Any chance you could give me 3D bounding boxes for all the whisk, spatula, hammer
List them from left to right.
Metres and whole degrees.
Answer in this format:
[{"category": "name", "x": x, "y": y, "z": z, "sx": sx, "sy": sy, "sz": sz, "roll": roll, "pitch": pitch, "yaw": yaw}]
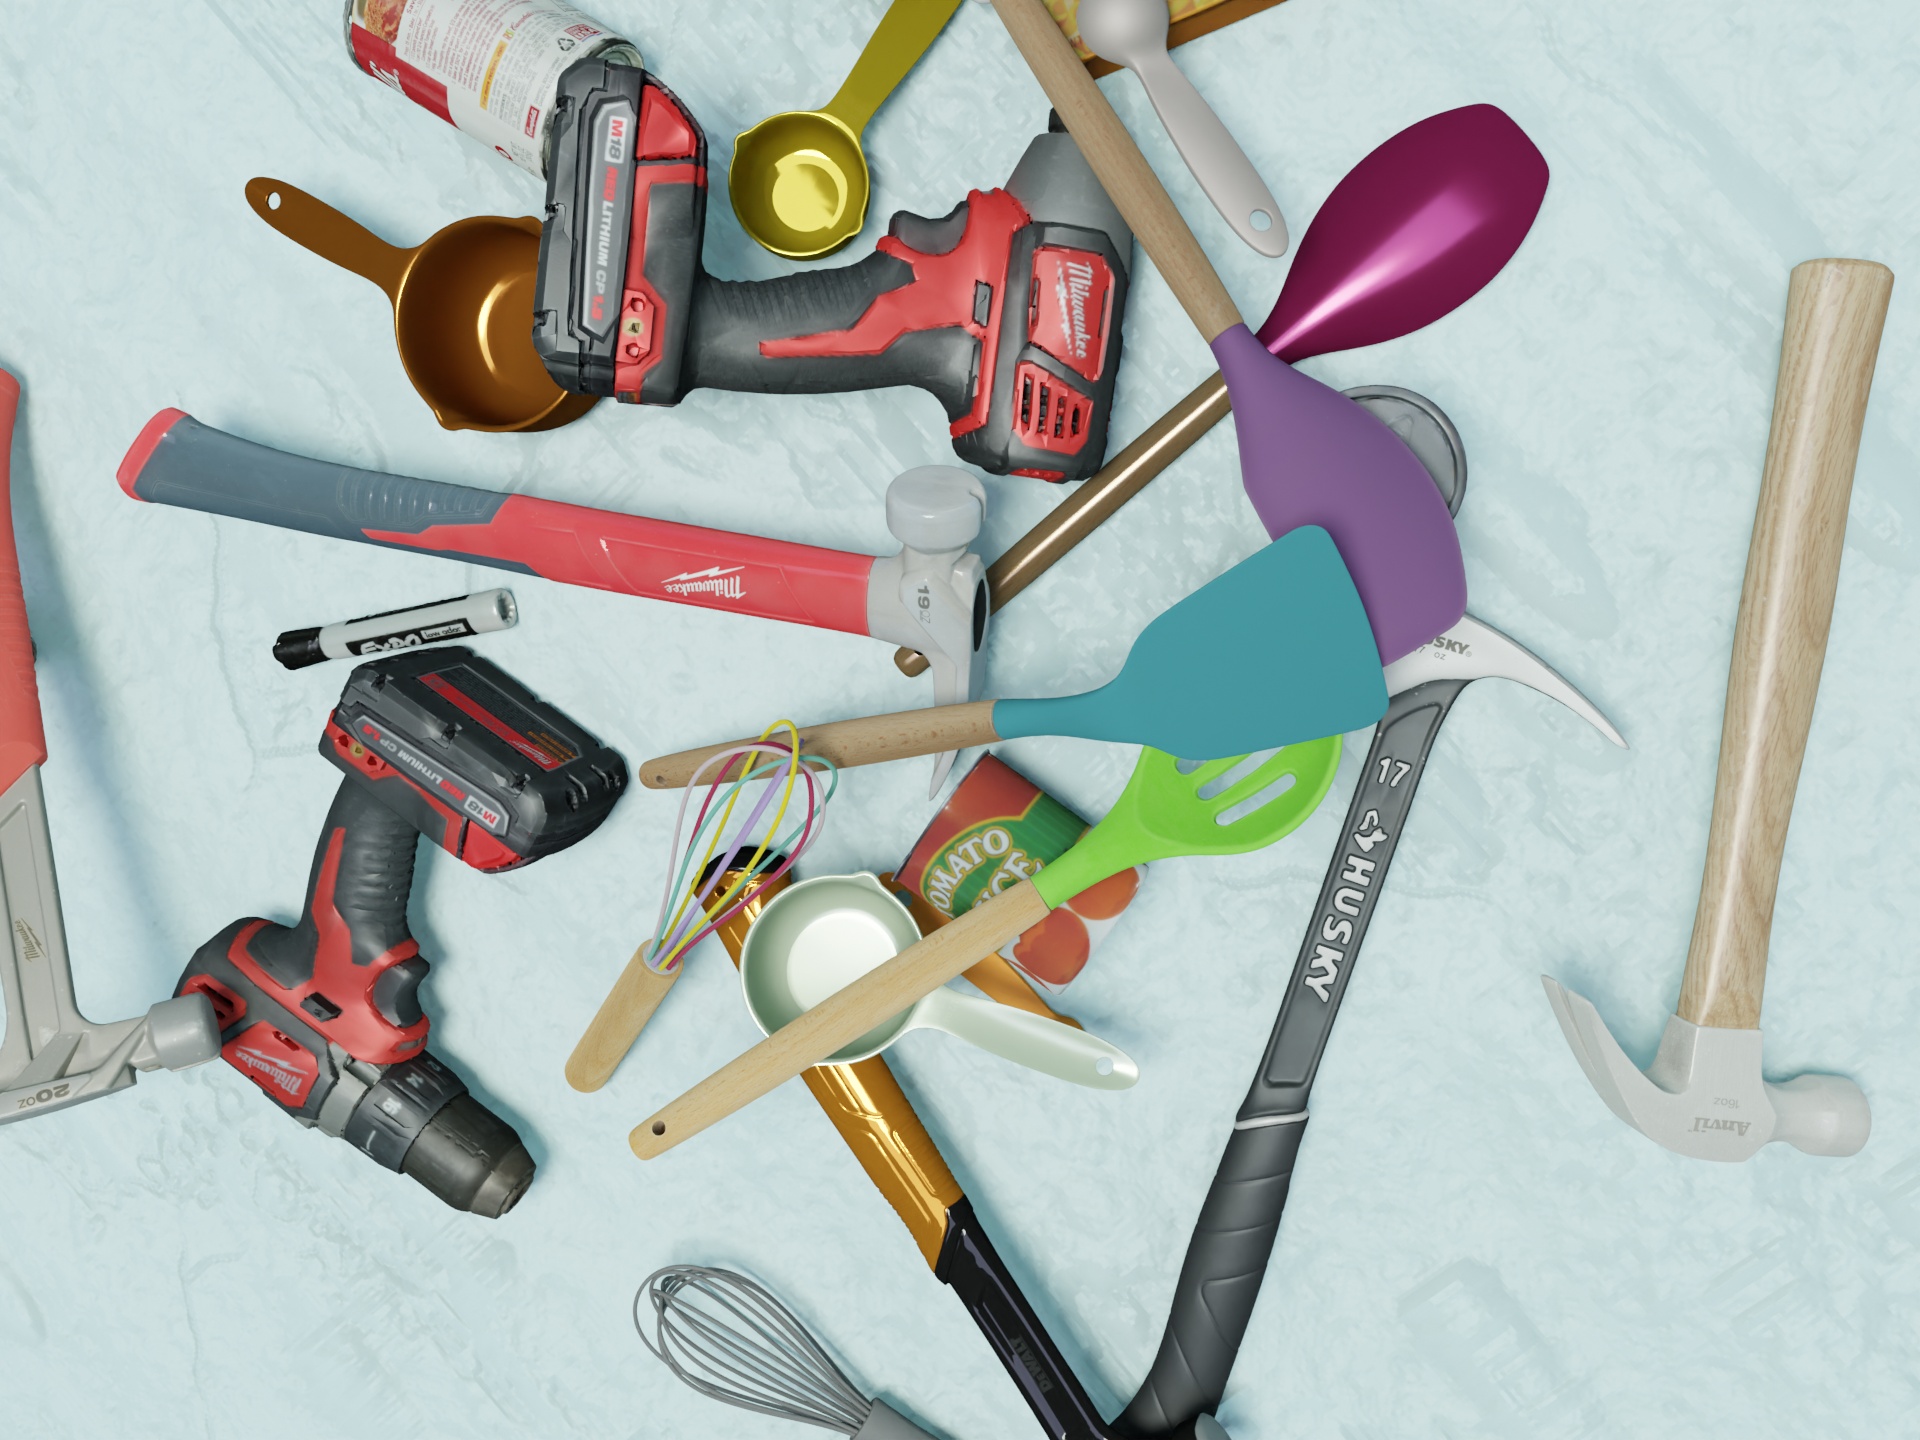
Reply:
[{"category": "hammer", "x": -0.440, "y": -0.002, "z": 0.708, "sx": 0.149, "sy": 0.036, "sz": 0.359, "roll": -12, "pitch": 77, "yaw": -18}, {"category": "hammer", "x": -0.177, "y": -0.064, "z": 0.671, "sx": 0.386, "sy": 0.038, "sz": 0.143, "roll": 11, "pitch": 129, "yaw": 13}, {"category": "whisk", "x": -0.117, "y": 0.085, "z": 0.672, "sx": 0.047, "sy": 0.051, "sz": 0.245, "roll": 55, "pitch": 130, "yaw": 23}, {"category": "whisk", "x": -0.044, "y": 0.321, "z": 0.720, "sx": 0.239, "sy": 0.055, "sz": 0.055, "roll": 33, "pitch": 104, "yaw": 2}, {"category": "hammer", "x": -0.023, "y": 0.205, "z": 0.684, "sx": 0.127, "sy": 0.034, "sz": 0.337, "roll": -35, "pitch": 83, "yaw": 17}, {"category": "spatula", "x": -0.001, "y": -0.002, "z": 0.614, "sx": 0.317, "sy": 0.044, "sz": 0.082, "roll": -9, "pitch": 122, "yaw": 32}, {"category": "spatula", "x": 0.085, "y": -0.163, "z": 0.577, "sx": 0.060, "sy": 0.018, "sz": 0.316, "roll": -32, "pitch": 84, "yaw": 4}, {"category": "hammer", "x": 0.140, "y": 0.147, "z": 0.657, "sx": 0.149, "sy": 0.036, "sz": 0.409, "roll": 17, "pitch": 102, "yaw": 9}, {"category": "hammer", "x": 0.295, "y": 0.000, "z": 0.586, "sx": 0.130, "sy": 0.031, "sz": 0.331, "roll": 5, "pitch": 96, "yaw": -12}]

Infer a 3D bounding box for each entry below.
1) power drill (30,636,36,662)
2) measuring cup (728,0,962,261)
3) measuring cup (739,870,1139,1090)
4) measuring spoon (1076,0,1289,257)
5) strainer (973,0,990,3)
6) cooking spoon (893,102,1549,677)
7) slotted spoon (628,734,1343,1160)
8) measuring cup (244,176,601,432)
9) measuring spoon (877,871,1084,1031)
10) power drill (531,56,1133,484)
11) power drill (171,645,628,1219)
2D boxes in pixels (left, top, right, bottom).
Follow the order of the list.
[{"category": "power drill", "x": -0.531, "y": 0.035, "z": 0.773, "sx": 0.164, "sy": 0.084, "sz": 0.226, "roll": 10, "pitch": 97, "yaw": 11}, {"category": "measuring cup", "x": -0.035, "y": -0.256, "z": 0.646, "sx": 0.062, "sy": 0.029, "sz": 0.156, "roll": 36, "pitch": 92, "yaw": -2}, {"category": "measuring cup", "x": -0.008, "y": 0.117, "z": 0.652, "sx": 0.167, "sy": 0.038, "sz": 0.083, "roll": 19, "pitch": 81, "yaw": 3}, {"category": "measuring spoon", "x": 0.083, "y": -0.220, "z": 0.570, "sx": 0.034, "sy": 0.018, "sz": 0.124, "roll": -31, "pitch": 83, "yaw": -8}, {"category": "strainer", "x": -0.085, "y": -0.368, "z": 0.624, "sx": 0.258, "sy": 0.050, "sz": 0.087, "roll": 38, "pitch": 74, "yaw": 11}, {"category": "cooking spoon", "x": 0.093, "y": -0.120, "z": 0.634, "sx": 0.319, "sy": 0.017, "sz": 0.069, "roll": -40, "pitch": 83, "yaw": 16}, {"category": "slotted spoon", "x": 0.008, "y": 0.078, "z": 0.605, "sx": 0.314, "sy": 0.031, "sz": 0.070, "roll": -33, "pitch": 67, "yaw": 1}, {"category": "measuring cup", "x": -0.224, "y": -0.187, "z": 0.683, "sx": 0.173, "sy": 0.052, "sz": 0.095, "roll": 30, "pitch": 104, "yaw": 9}, {"category": "measuring spoon", "x": 0.007, "y": 0.107, "z": 0.692, "sx": 0.117, "sy": 0.011, "sz": 0.021, "roll": 41, "pitch": 105, "yaw": 4}, {"category": "power drill", "x": -0.042, "y": -0.174, "z": 0.602, "sx": 0.219, "sy": 0.078, "sz": 0.143, "roll": 7, "pitch": 96, "yaw": -11}, {"category": "power drill", "x": -0.238, "y": 0.101, "z": 0.717, "sx": 0.188, "sy": 0.080, "sz": 0.226, "roll": 35, "pitch": 107, "yaw": 7}]
